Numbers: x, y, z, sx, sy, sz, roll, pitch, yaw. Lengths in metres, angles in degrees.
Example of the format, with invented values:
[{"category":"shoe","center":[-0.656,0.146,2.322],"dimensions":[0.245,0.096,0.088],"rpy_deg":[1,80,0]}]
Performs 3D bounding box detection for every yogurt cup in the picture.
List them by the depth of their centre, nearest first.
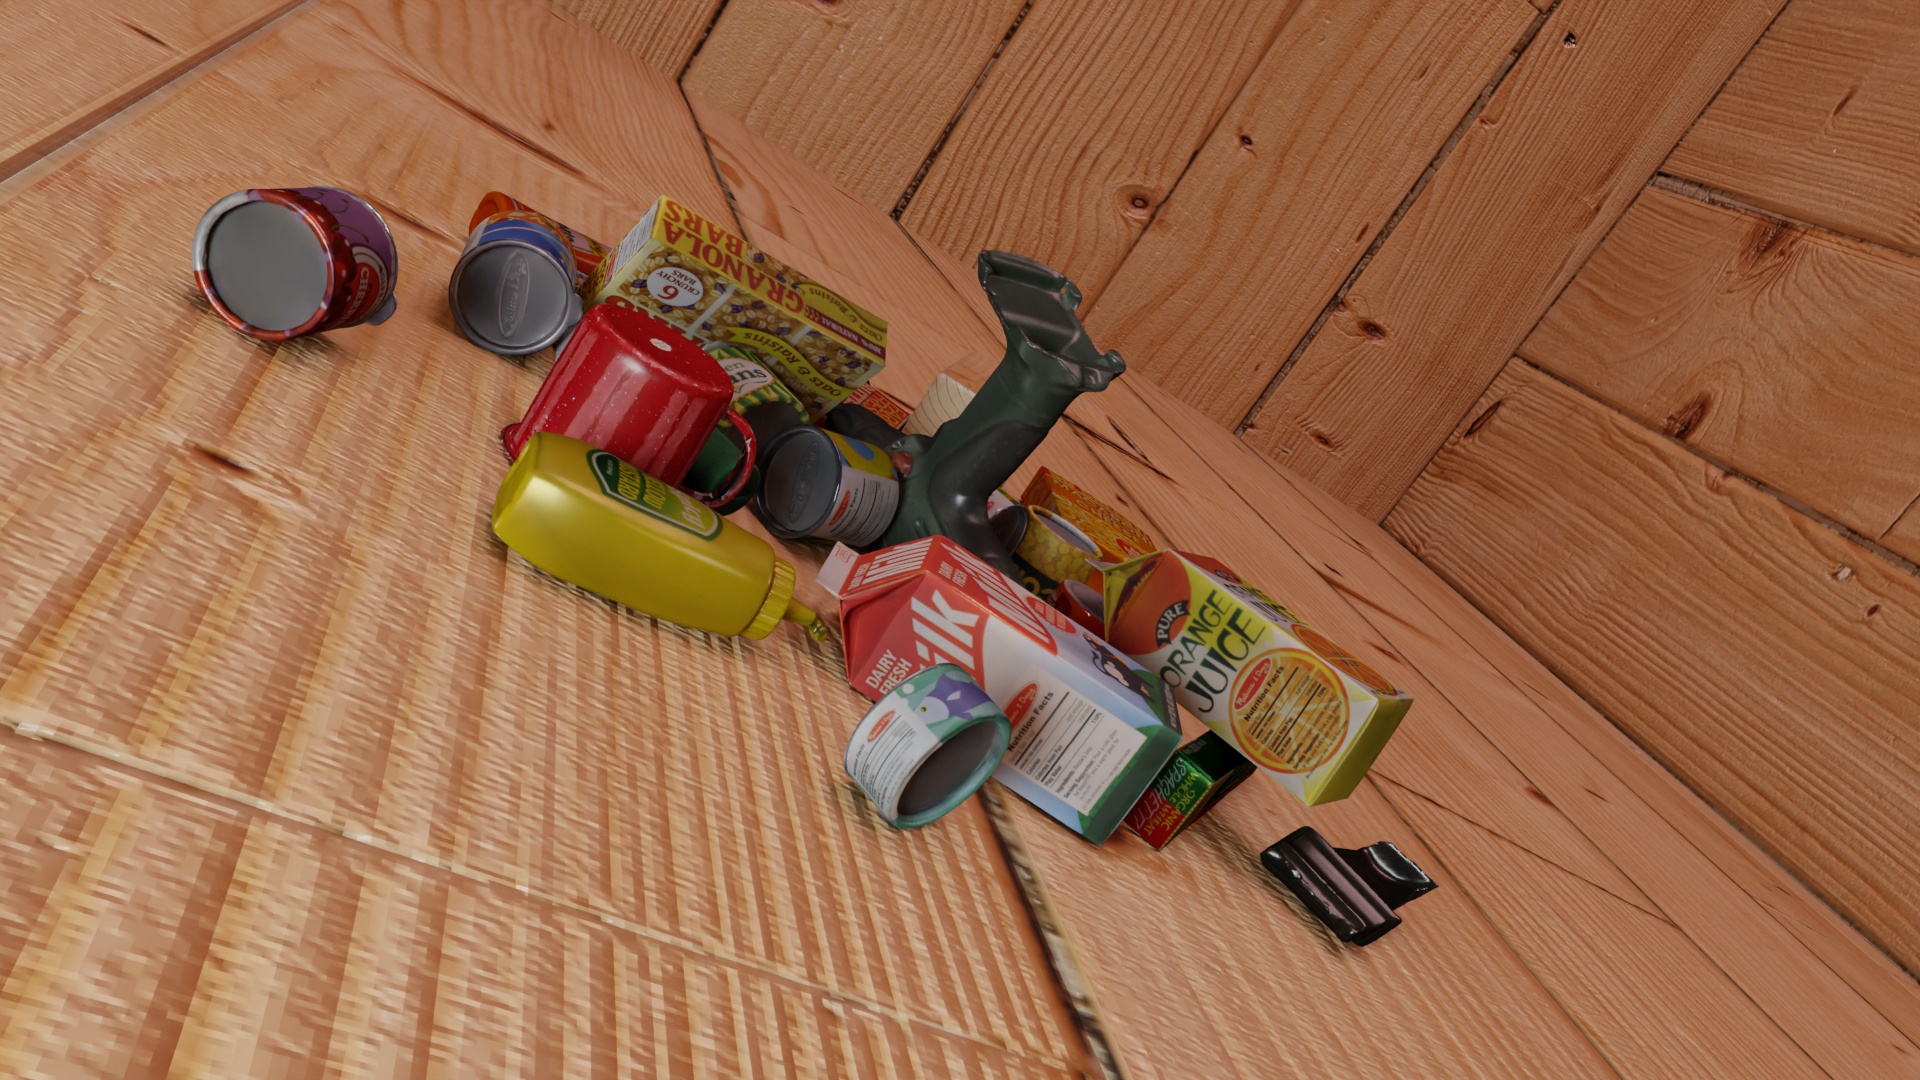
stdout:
[{"category":"yogurt cup","center":[0.072,0.061,0.876],"dimensions":[0.072,0.053,0.072],"rpy_deg":[33,15,-10]}]

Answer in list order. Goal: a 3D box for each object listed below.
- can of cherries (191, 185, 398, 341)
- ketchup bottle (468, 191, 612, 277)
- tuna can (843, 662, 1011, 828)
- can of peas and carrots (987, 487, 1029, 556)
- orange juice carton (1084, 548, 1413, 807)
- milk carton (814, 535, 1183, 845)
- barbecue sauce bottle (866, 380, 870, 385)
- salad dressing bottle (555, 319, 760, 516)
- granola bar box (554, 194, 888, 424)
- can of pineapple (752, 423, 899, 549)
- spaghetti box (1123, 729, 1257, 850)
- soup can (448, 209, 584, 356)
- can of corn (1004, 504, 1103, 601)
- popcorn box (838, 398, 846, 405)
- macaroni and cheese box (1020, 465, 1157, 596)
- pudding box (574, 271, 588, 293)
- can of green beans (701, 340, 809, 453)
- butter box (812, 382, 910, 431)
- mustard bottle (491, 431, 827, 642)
[{"category":"can of cherries","center":[-0.296,-0.124,0.625],"dimensions":[0.071,0.071,0.058],"rpy_deg":[34,14,-5]},{"category":"ketchup bottle","center":[-0.259,-0.186,0.955],"dimensions":[0.149,0.043,0.065],"rpy_deg":[23,17,-41]},{"category":"tuna can","center":[-0.011,0.086,0.583],"dimensions":[0.033,0.071,0.071],"rpy_deg":[44,17,30]},{"category":"can of peas and carrots","center":[0.003,-0.012,0.940],"dimensions":[0.059,0.070,0.071],"rpy_deg":[41,15,26]},{"category":"orange juice carton","center":[0.157,0.066,0.812],"dimensions":[0.193,0.073,0.072],"rpy_deg":[38,15,30]},{"category":"milk carton","center":[0.012,0.062,0.700],"dimensions":[0.190,0.073,0.072],"rpy_deg":[33,14,-5]},{"category":"barbecue sauce bottle","center":[-0.136,-0.139,1.079],"dimensions":[0.148,0.043,0.065],"rpy_deg":[13,32,-53]},{"category":"salad dressing bottle","center":[-0.170,-0.070,0.780],"dimensions":[0.148,0.044,0.064],"rpy_deg":[42,15,27]},{"category":"granola bar box","center":[-0.147,-0.129,0.863],"dimensions":[0.165,0.123,0.039],"rpy_deg":[26,50,-32]},{"category":"can of pineapple","center":[-0.079,-0.031,0.812],"dimensions":[0.071,0.071,0.058],"rpy_deg":[43,16,31]},{"category":"spaghetti box","center":[0.156,0.134,0.836],"dimensions":[0.029,0.050,0.250],"rpy_deg":[41,15,18]},{"category":"soup can","center":[-0.253,-0.149,0.801],"dimensions":[0.071,0.071,0.084],"rpy_deg":[29,15,-23]},{"category":"can of corn","center":[0.058,0.017,0.978],"dimensions":[0.071,0.058,0.071],"rpy_deg":[32,14,-9]},{"category":"popcorn box","center":[-0.134,-0.133,0.969],"dimensions":[0.127,0.038,0.085],"rpy_deg":[16,-3,-9]},{"category":"macaroni and cheese box","center":[0.118,0.003,1.192],"dimensions":[0.123,0.040,0.167],"rpy_deg":[32,15,-12]},{"category":"pudding box","center":[-0.266,-0.161,0.885],"dimensions":[0.083,0.030,0.050],"rpy_deg":[25,16,-35]},{"category":"can of green beans","center":[-0.132,-0.074,0.830],"dimensions":[0.071,0.071,0.058],"rpy_deg":[17,23,-51]},{"category":"butter box","center":[-0.077,-0.087,1.046],"dimensions":[0.053,0.024,0.104],"rpy_deg":[35,25,-1]},{"category":"mustard bottle","center":[-0.125,0.007,0.619],"dimensions":[0.160,0.048,0.065],"rpy_deg":[27,17,-26]}]
